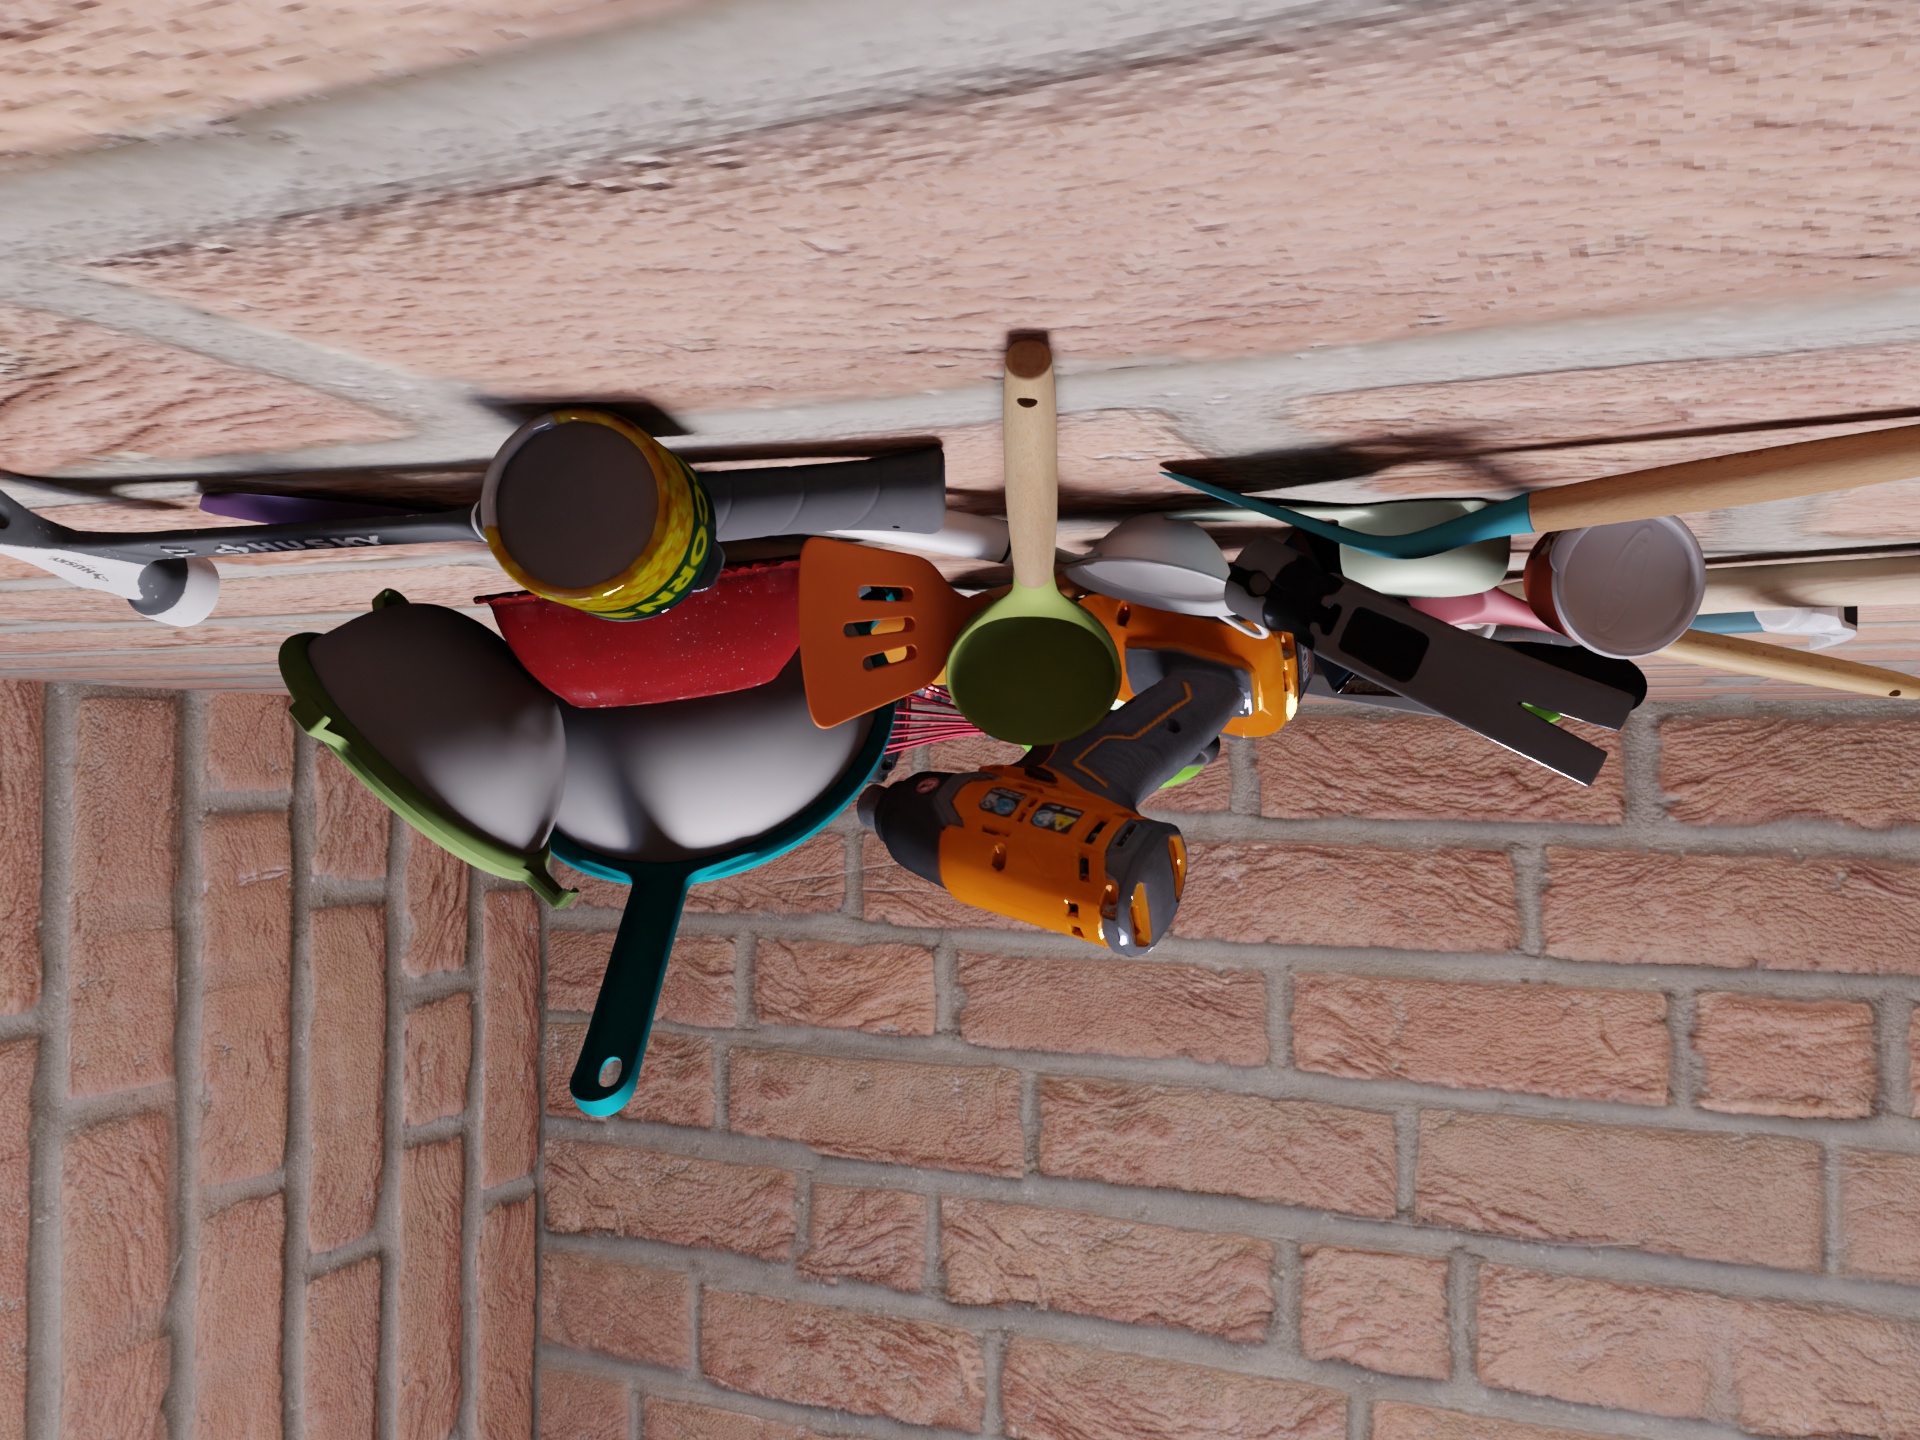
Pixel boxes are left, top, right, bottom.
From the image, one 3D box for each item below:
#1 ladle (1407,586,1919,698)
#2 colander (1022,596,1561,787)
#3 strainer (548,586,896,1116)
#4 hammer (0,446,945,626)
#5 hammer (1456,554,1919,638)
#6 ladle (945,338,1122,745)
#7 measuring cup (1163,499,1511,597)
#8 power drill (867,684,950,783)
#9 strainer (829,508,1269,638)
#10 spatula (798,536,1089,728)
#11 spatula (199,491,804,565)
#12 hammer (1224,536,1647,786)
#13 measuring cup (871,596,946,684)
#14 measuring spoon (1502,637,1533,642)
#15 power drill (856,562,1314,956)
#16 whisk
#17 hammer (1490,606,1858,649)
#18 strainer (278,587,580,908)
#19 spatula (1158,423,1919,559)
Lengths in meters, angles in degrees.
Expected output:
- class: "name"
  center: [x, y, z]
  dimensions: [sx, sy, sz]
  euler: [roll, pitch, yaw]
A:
- class: "ladle"
  center: [0.351, -0.047, 0.845]
  dimensions: [0.315, 0.031, 0.069]
  euler: [11, 145, 3]
- class: "colander"
  center: [0.156, 0.000, 0.941]
  dimensions: [0.397, 0.094, 0.204]
  euler: [12, -158, 43]
- class: "strainer"
  center: [-0.150, 0.022, 0.784]
  dimensions: [0.211, 0.341, 0.095]
  euler: [-3, 136, 10]
- class: "hammer"
  center: [-0.201, -0.080, 0.634]
  dimensions: [0.409, 0.036, 0.149]
  euler: [-2, 169, 15]
- class: "hammer"
  center: [0.431, -0.072, 0.854]
  dimensions: [0.411, 0.038, 0.146]
  euler: [-1, 176, 38]
- class: "ladle"
  center: [0.026, -0.052, 0.585]
  dimensions: [0.078, 0.062, 0.320]
  euler: [3, 167, 4]
- class: "measuring cup"
  center: [0.168, -0.076, 0.711]
  dimensions: [0.167, 0.038, 0.083]
  euler: [-1, 179, -17]
- class: "power drill"
  center: [-0.107, -0.029, 1.217]
  dimensions: [0.188, 0.080, 0.227]
  euler: [8, -164, 7]
- class: "strainer"
  center: [0.030, -0.078, 0.696]
  dimensions: [0.258, 0.050, 0.087]
  euler: [8, 175, -24]
- class: "spatula"
  center: [0.010, -0.059, 0.801]
  dimensions: [0.041, 0.081, 0.322]
  euler: [0, -172, 22]
- class: "spatula"
  center: [-0.191, -0.088, 0.763]
  dimensions: [0.315, 0.018, 0.060]
  euler: [3, 174, -27]
- class: "hammer"
  center: [0.249, -0.021, 0.695]
  dimensions: [0.146, 0.035, 0.334]
  euler: [31, -164, 32]
- class: "measuring cup"
  center: [-0.052, -0.064, 1.114]
  dimensions: [0.095, 0.052, 0.174]
  euler: [2, -168, -16]
- class: "measuring spoon"
  center: [0.322, -0.043, 0.990]
  dimensions: [0.034, 0.018, 0.124]
  euler: [5, -178, -12]
- class: "power drill"
  center: [0.063, 0.008, 0.780]
  dimensions: [0.164, 0.084, 0.226]
  euler: [14, -135, 31]
- class: "whisk"
  center: [-0.001, -0.003, 0.900]
  dimensions: [0.296, 0.073, 0.073]
  euler: [7, 180, 12]
- class: "hammer"
  center: [0.458, -0.065, 1.121]
  dimensions: [0.128, 0.033, 0.331]
  euler: [3, 177, -35]
- class: "strainer"
  center: [-0.242, -0.026, 0.755]
  dimensions: [0.151, 0.069, 0.257]
  euler: [45, -178, -35]
- class: "spatula"
  center: [0.230, -0.090, 0.567]
  dimensions: [0.317, 0.044, 0.082]
  euler: [-6, 176, 31]
